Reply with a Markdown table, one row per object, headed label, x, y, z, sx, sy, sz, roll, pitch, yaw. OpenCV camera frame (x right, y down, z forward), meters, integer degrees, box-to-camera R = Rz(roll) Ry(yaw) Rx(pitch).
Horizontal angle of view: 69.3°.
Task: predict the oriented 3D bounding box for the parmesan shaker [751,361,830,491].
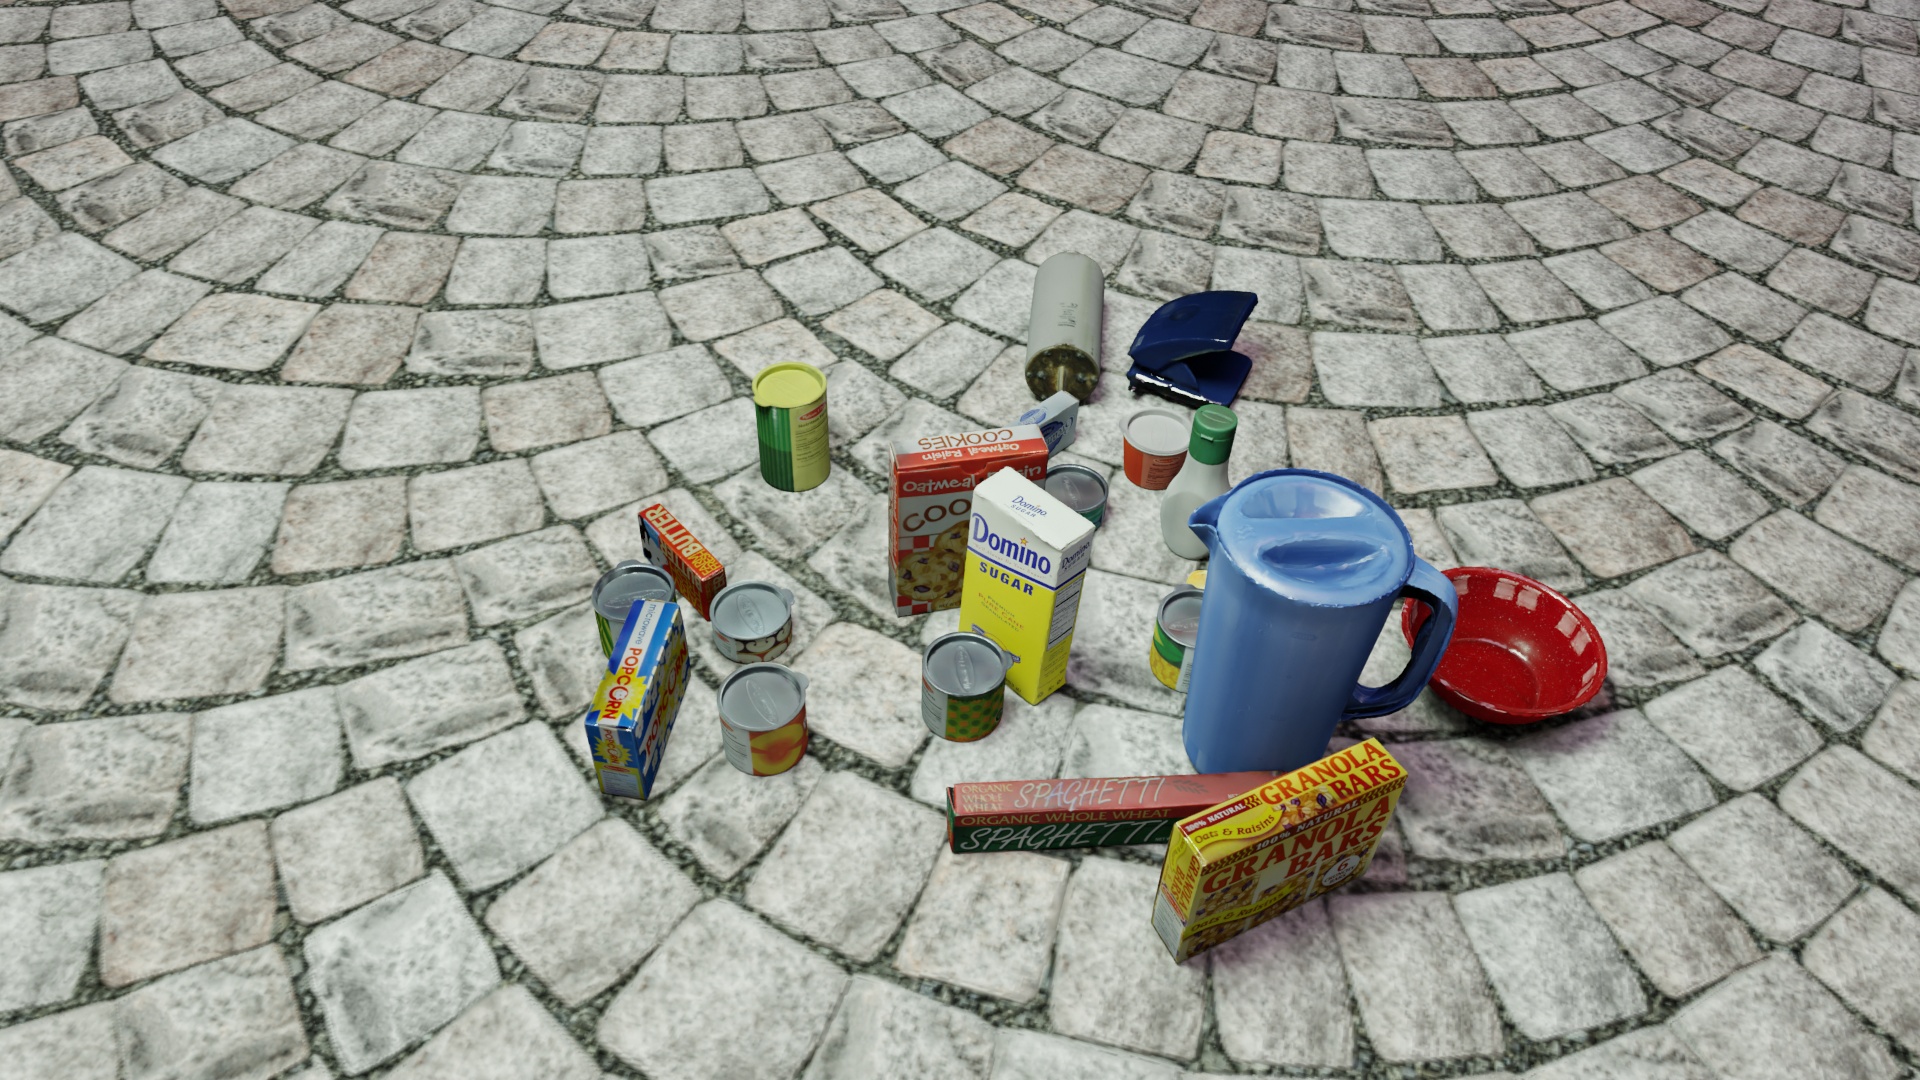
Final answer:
| label | x | y | z | sx | sy | sz | roll | pitch | yaw |
| --- | --- | --- | --- | --- | --- | --- | --- | --- | --- |
| parmesan shaker | -0.156 | -0.102 | 1.268 | 0.071 | 0.102 | 0.072 | 2 | 44 | -1 |

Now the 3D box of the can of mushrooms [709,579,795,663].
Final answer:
| label | x | y | z | sx | sy | sz | roll | pitch | yaw |
| --- | --- | --- | --- | --- | --- | --- | --- | --- | --- |
| can of mushrooms | -0.169 | 0.066 | 1.143 | 0.071 | 0.033 | 0.071 | 2 | 44 | -1 |

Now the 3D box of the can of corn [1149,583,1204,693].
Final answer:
| label | x | y | z | sx | sy | sz | roll | pitch | yaw |
| --- | --- | --- | --- | --- | --- | --- | --- | --- | --- |
| can of corn | 0.189 | 0.080 | 1.131 | 0.071 | 0.058 | 0.071 | 2 | 44 | -1 |

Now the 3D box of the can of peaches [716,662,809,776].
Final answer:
| label | x | y | z | sx | sy | sz | roll | pitch | yaw |
| --- | --- | --- | --- | --- | --- | --- | --- | --- | --- |
| can of peaches | -0.147 | 0.135 | 1.055 | 0.071 | 0.057 | 0.071 | 2 | 44 | -1 |

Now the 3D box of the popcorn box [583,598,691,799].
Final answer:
| label | x | y | z | sx | sy | sz | roll | pitch | yaw |
| --- | --- | --- | --- | --- | --- | --- | --- | --- | --- |
| popcorn box | -0.241 | 0.118 | 1.049 | 0.038 | 0.084 | 0.127 | 7 | 44 | 4 |

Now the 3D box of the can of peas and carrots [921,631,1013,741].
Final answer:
| label | x | y | z | sx | sy | sz | roll | pitch | yaw |
| --- | --- | --- | --- | --- | --- | --- | --- | --- | --- |
| can of peas and carrots | 0.005 | 0.114 | 1.086 | 0.071 | 0.058 | 0.071 | 2 | 44 | -1 |

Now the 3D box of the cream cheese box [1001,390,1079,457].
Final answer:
| label | x | y | z | sx | sy | sz | roll | pitch | yaw |
| --- | --- | --- | --- | --- | --- | --- | --- | --- | --- |
| cream cheese box | 0.068 | -0.096 | 1.310 | 0.024 | 0.053 | 0.104 | 35 | 53 | 29 |

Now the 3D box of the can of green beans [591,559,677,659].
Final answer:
| label | x | y | z | sx | sy | sz | roll | pitch | yaw |
| --- | --- | --- | --- | --- | --- | --- | --- | --- | --- |
| can of green beans | -0.261 | 0.061 | 1.126 | 0.071 | 0.057 | 0.071 | 2 | 44 | -1 |

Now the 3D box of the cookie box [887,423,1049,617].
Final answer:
| label | x | y | z | sx | sy | sz | roll | pitch | yaw |
| --- | --- | --- | --- | --- | --- | --- | --- | --- | --- |
| cookie box | 0.004 | -0.014 | 1.141 | 0.123 | 0.166 | 0.040 | -8 | 45 | -12 |

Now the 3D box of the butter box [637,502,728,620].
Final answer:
| label | x | y | z | sx | sy | sz | roll | pitch | yaw |
| --- | --- | --- | --- | --- | --- | --- | --- | --- | --- |
| butter box | -0.234 | 0.018 | 1.176 | 0.024 | 0.052 | 0.104 | -30 | 53 | -29 |

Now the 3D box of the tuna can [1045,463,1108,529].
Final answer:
| label | x | y | z | sx | sy | sz | roll | pitch | yaw |
| --- | --- | --- | --- | --- | --- | --- | --- | --- | --- |
| tuna can | 0.098 | -0.036 | 1.265 | 0.071 | 0.032 | 0.071 | 2 | 44 | -1 |

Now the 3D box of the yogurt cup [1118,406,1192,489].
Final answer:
| label | x | y | z | sx | sy | sz | roll | pitch | yaw |
| --- | --- | --- | --- | --- | --- | --- | --- | --- | --- |
| yogurt cup | 0.183 | -0.085 | 1.305 | 0.072 | 0.053 | 0.073 | 2 | 44 | -1 |

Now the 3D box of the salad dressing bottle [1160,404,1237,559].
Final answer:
| label | x | y | z | sx | sy | sz | roll | pitch | yaw |
| --- | --- | --- | --- | --- | --- | --- | --- | --- | --- |
| salad dressing bottle | 0.210 | -0.050 | 1.203 | 0.064 | 0.146 | 0.044 | 22 | 47 | 19 |

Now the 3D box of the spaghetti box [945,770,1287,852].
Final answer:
| label | x | y | z | sx | sy | sz | roll | pitch | yaw |
| --- | --- | --- | --- | --- | --- | --- | --- | --- | --- |
| spaghetti box | 0.114 | 0.197 | 1.012 | 0.250 | 0.049 | 0.029 | -2 | 44 | -5 |

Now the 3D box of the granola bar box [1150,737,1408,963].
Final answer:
| label | x | y | z | sx | sy | sz | roll | pitch | yaw |
| --- | --- | --- | --- | --- | --- | --- | --- | --- | --- |
| granola bar box | 0.215 | 0.211 | 0.950 | 0.166 | 0.123 | 0.039 | -18 | 48 | -21 |
